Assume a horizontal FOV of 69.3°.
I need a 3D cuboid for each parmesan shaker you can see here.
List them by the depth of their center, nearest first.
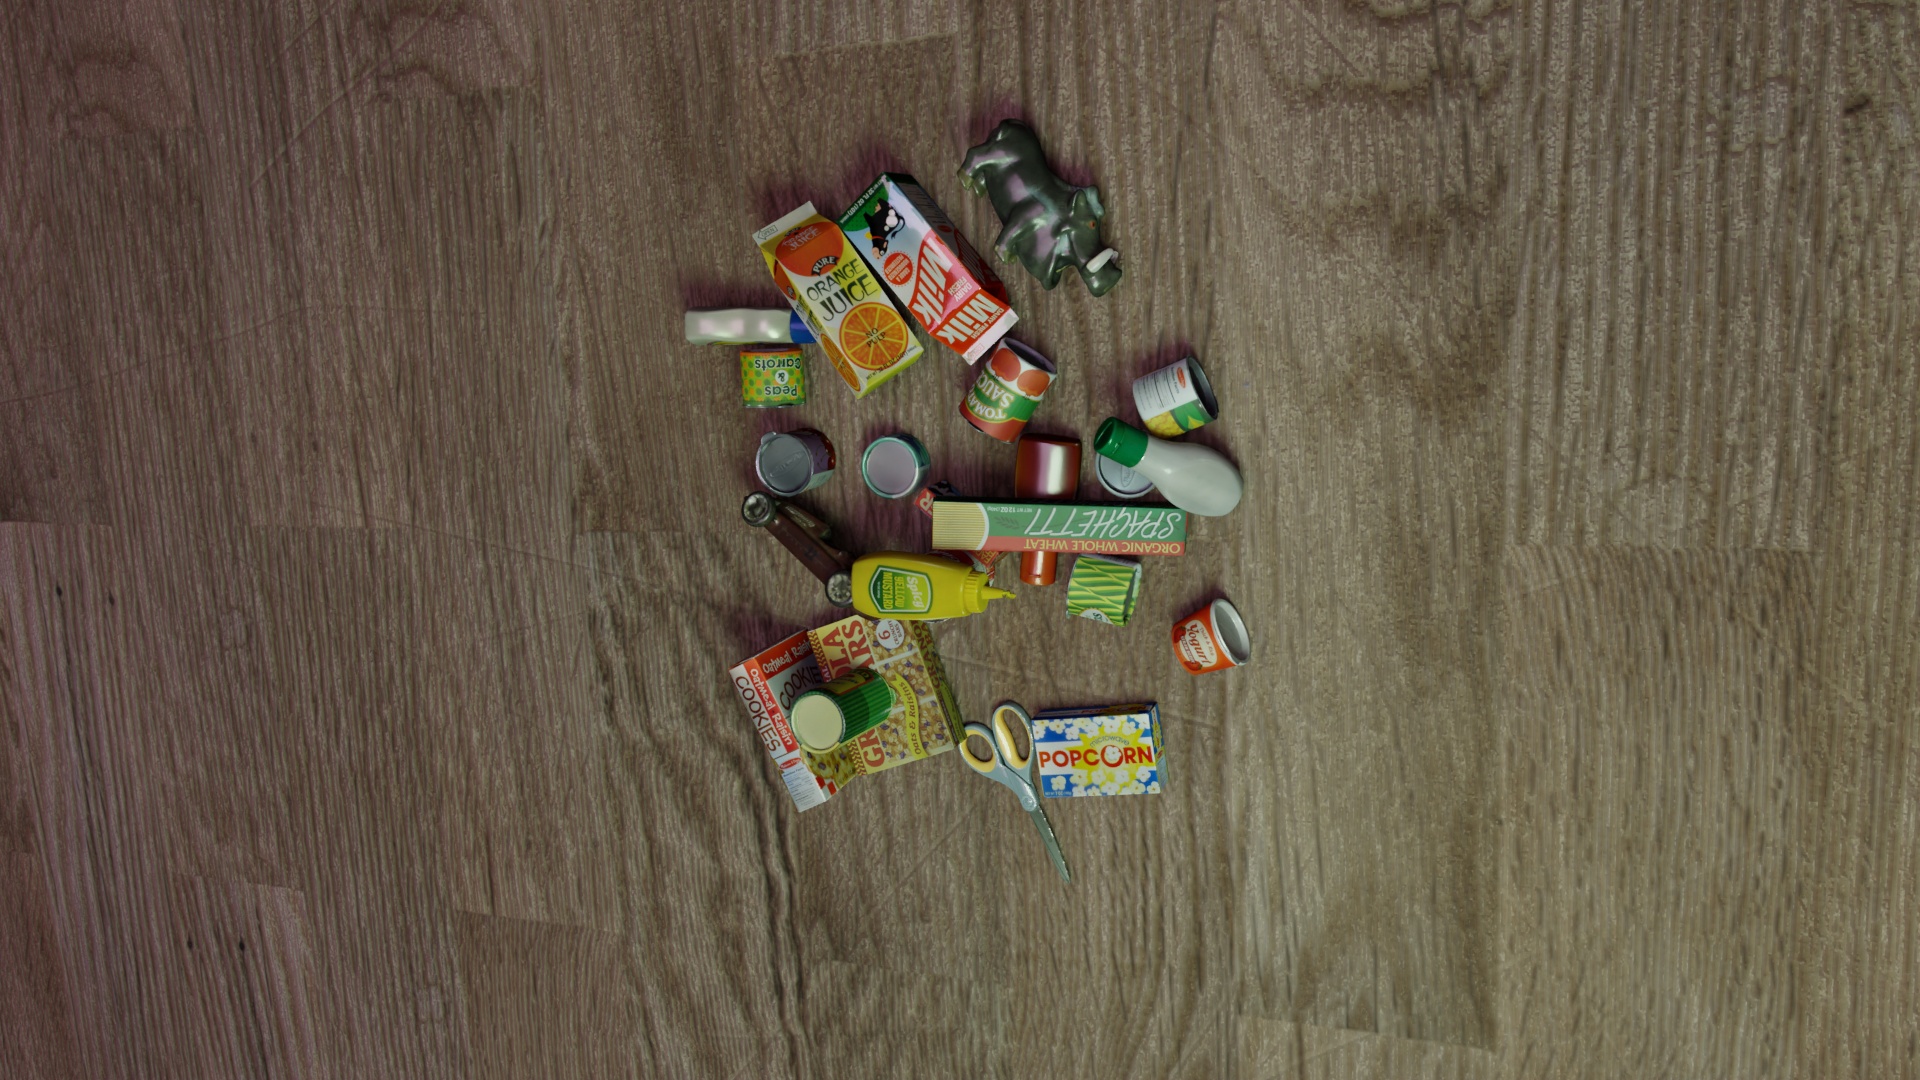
[{"bbox_3d":[-0.119,0.173,1.419,0.071,0.103,0.071,3,98,23],"label":"parmesan shaker"}]

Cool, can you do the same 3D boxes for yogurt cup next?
[{"bbox_3d":[0.240,0.096,1.342,0.054,0.073,0.072,-26,91,31],"label":"yogurt cup"}]

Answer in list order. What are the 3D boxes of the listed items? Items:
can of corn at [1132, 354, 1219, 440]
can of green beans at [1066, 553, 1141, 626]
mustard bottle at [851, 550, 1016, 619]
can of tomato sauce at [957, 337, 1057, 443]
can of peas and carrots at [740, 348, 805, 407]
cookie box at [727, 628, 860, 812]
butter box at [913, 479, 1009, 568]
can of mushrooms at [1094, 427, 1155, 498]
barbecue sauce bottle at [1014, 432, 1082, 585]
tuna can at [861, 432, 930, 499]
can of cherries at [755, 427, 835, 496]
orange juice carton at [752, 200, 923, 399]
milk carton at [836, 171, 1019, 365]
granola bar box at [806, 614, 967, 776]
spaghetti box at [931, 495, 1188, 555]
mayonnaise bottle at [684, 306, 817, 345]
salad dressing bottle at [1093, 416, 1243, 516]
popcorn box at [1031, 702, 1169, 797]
[{"bbox_3d":[0.204,-0.132,1.311,0.058,0.071,0.071,-22,92,24],"label":"can of corn"},{"bbox_3d":[0.142,0.047,1.367,0.058,0.071,0.071,14,105,17],"label":"can of green beans"},{"bbox_3d":[-0.025,0.045,1.325,0.160,0.049,0.065,3,103,20],"label":"mustard bottle"},{"bbox_3d":[0.046,-0.148,1.363,0.071,0.071,0.082,37,110,10],"label":"can of tomato sauce"},{"bbox_3d":[-0.195,-0.170,1.449,0.071,0.071,0.058,2,101,20],"label":"can of peas and carrots"},{"bbox_3d":[-0.170,0.188,1.480,0.040,0.123,0.167,-26,91,22],"label":"cookie box"},{"bbox_3d":[0.005,-0.018,1.413,0.103,0.053,0.024,41,114,9],"label":"butter box"},{"bbox_3d":[0.169,-0.075,1.351,0.071,0.033,0.071,4,101,20],"label":"can of mushrooms"},{"bbox_3d":[0.083,-0.030,1.386,0.065,0.044,0.148,8,104,13],"label":"barbecue sauce bottle"},{"bbox_3d":[-0.069,-0.079,1.440,0.071,0.033,0.071,4,102,19],"label":"tuna can"},{"bbox_3d":[-0.174,-0.086,1.464,0.071,0.058,0.071,5,103,21],"label":"can of cherries"},{"bbox_3d":[-0.124,-0.243,1.385,0.072,0.073,0.192,-35,92,-12],"label":"orange juice carton"},{"bbox_3d":[-0.027,-0.267,1.365,0.072,0.074,0.190,-42,85,23],"label":"milk carton"},{"bbox_3d":[-0.078,0.154,1.479,0.124,0.039,0.165,-20,88,24],"label":"granola bar box"},{"bbox_3d":[0.096,-0.015,1.350,0.250,0.029,0.050,2,105,1],"label":"spaghetti box"},{"bbox_3d":[-0.208,-0.224,1.449,0.148,0.065,0.041,2,97,10],"label":"mayonnaise bottle"},{"bbox_3d":[0.194,-0.071,1.296,0.147,0.044,0.064,24,120,-22],"label":"salad dressing bottle"},{"bbox_3d":[0.141,0.214,1.414,0.126,0.038,0.085,-6,98,22],"label":"popcorn box"}]
